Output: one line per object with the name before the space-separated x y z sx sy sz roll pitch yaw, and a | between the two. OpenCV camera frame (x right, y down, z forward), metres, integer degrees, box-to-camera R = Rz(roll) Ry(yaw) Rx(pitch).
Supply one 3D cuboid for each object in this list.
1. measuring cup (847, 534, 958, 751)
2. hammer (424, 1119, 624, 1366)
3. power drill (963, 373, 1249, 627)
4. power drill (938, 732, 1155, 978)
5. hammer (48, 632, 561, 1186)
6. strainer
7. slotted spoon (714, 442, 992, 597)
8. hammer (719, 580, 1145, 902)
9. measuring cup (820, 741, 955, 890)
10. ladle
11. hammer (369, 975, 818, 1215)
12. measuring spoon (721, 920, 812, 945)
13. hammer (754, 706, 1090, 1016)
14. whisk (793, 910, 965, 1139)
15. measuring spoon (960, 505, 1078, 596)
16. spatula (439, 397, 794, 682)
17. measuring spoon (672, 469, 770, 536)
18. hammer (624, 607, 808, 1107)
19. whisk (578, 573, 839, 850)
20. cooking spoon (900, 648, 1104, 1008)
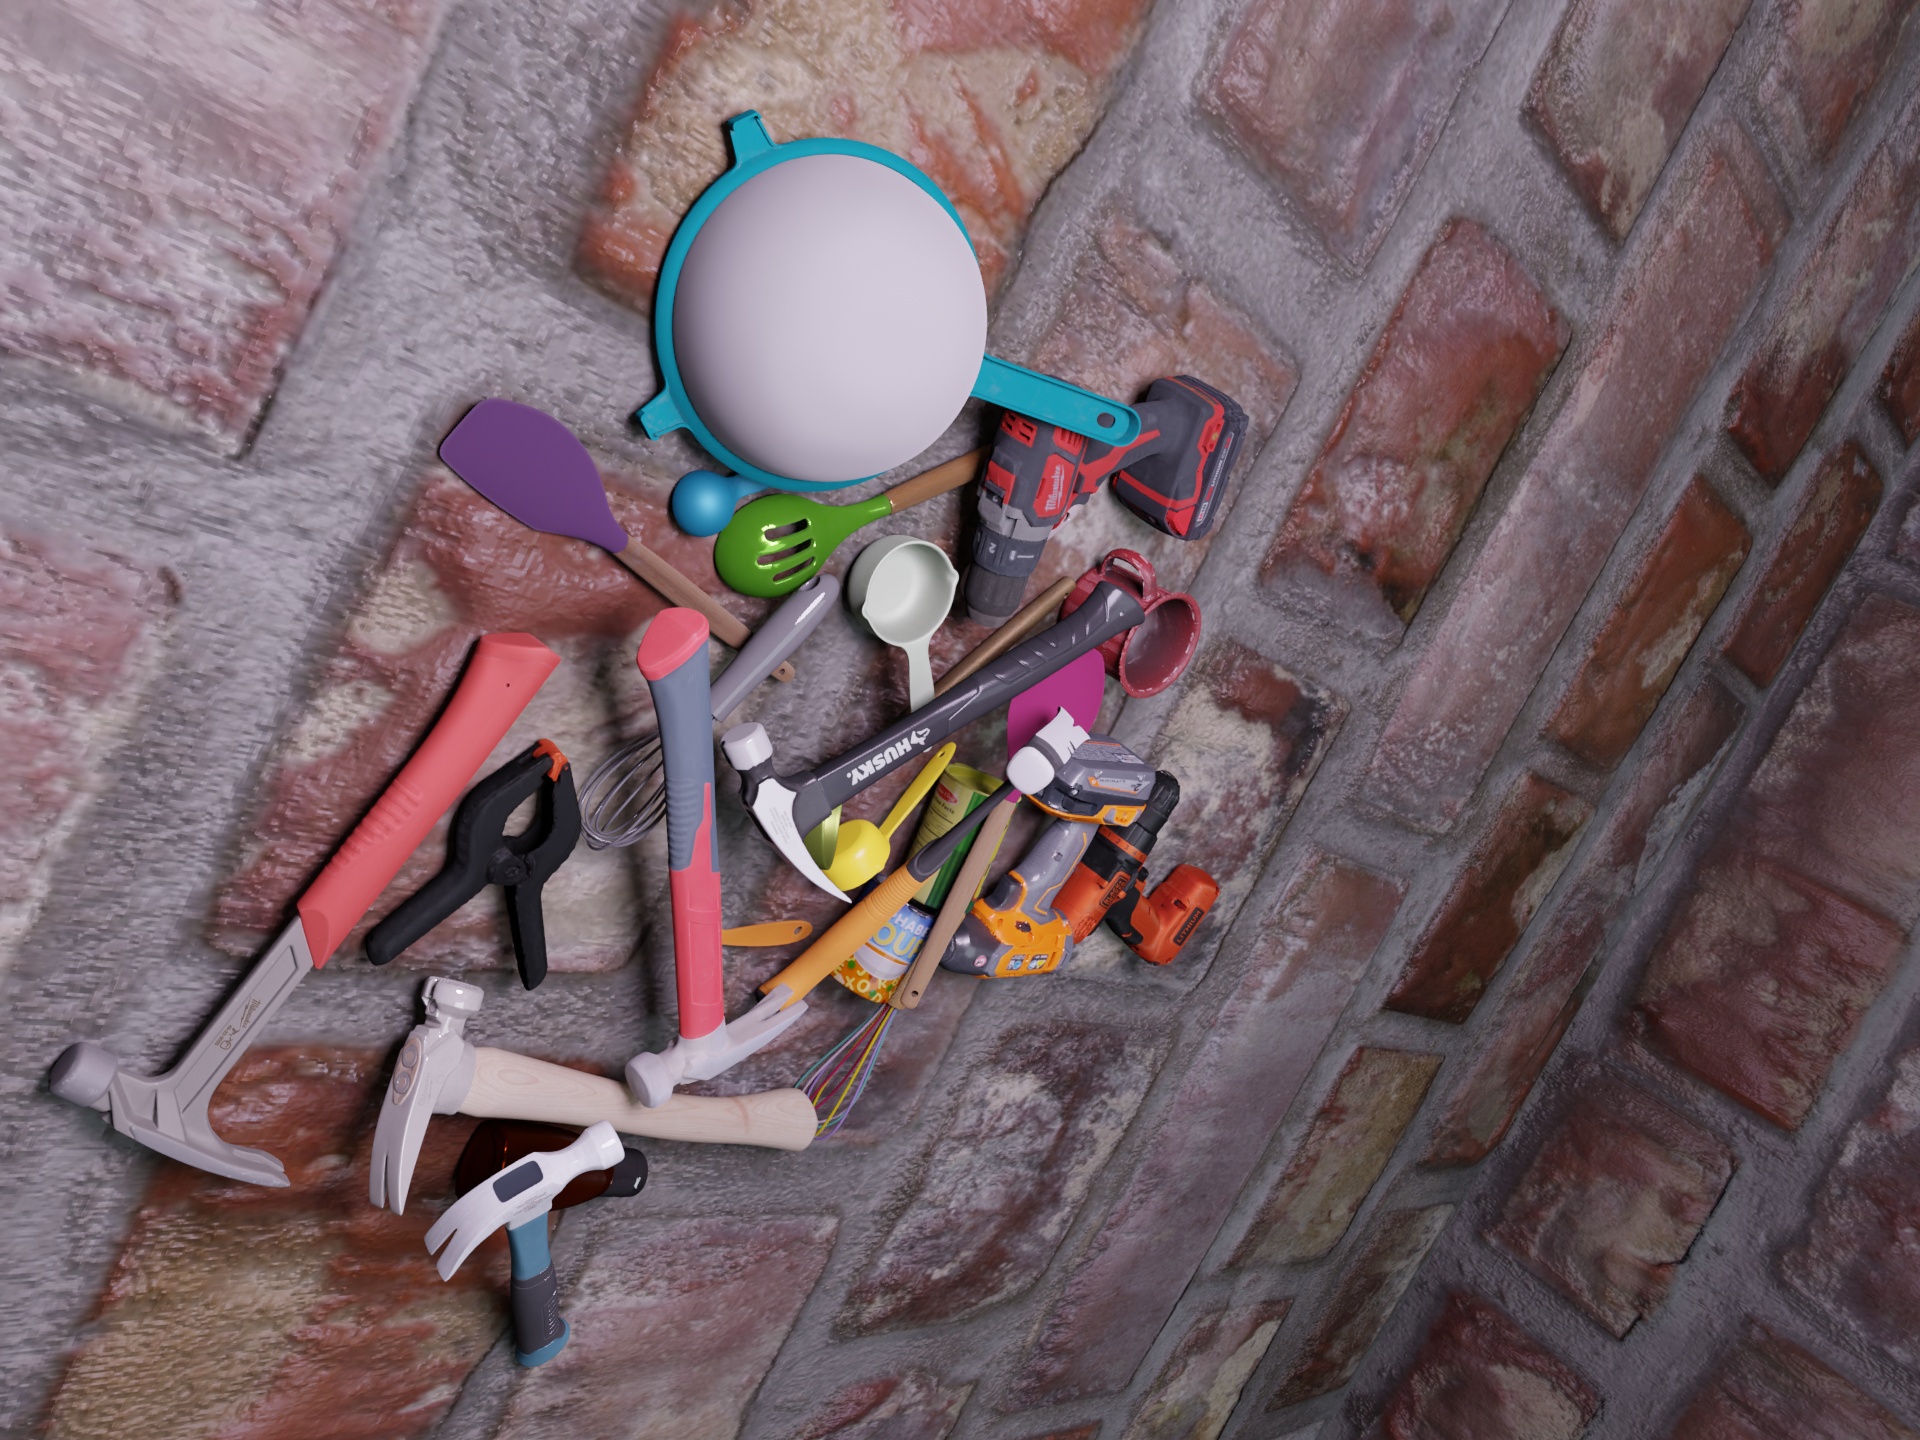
measuring cup | -0.041 -0.055 1.145 0.083 0.038 0.167 -24 124 -29
hammer | -0.303 0.390 1.128 0.128 0.033 0.330 -23 149 -27
power drill | 0.098 -0.167 1.180 0.226 0.080 0.187 -15 133 -43
power drill | 0.059 0.122 1.358 0.164 0.084 0.226 5 115 -46
hammer | -0.351 0.101 0.933 0.359 0.037 0.149 -53 127 -7
strainer | -0.011 -0.213 0.961 0.340 0.095 0.211 12 107 -30
slotted spoon | -0.033 -0.161 1.105 0.314 0.031 0.070 -29 124 -32
hammer | -0.002 -0.004 1.138 0.335 0.035 0.146 -31 116 -20
measuring cup | -0.056 0.065 1.231 0.156 0.062 0.029 -51 122 -25
ladle | -0.015 -0.006 1.210 0.320 0.062 0.078 -41 156 -22
hammer | -0.243 0.292 1.159 0.410 0.038 0.146 29 72 -52
measuring spoon | -0.157 0.162 1.218 0.116 0.011 0.021 5 112 -51
hammer | -0.037 0.115 1.192 0.337 0.034 0.127 -43 178 23
whisk | -0.069 0.248 1.323 0.245 0.051 0.047 -57 170 13
measuring spoon | 0.050 -0.130 1.218 0.124 0.018 0.034 -38 138 -22
spatula | -0.194 -0.099 0.987 0.060 0.018 0.315 -47 140 1
measuring spoon | -0.125 -0.154 1.011 0.128 0.021 0.042 -32 118 -30
hammer | -0.164 0.090 1.052 0.143 0.038 0.386 -27 136 -35
whisk | -0.164 -0.008 1.045 0.239 0.055 0.055 -47 141 -4
cooking spoon | 0.025 0.083 1.230 0.068 0.017 0.319 23 99 -16
